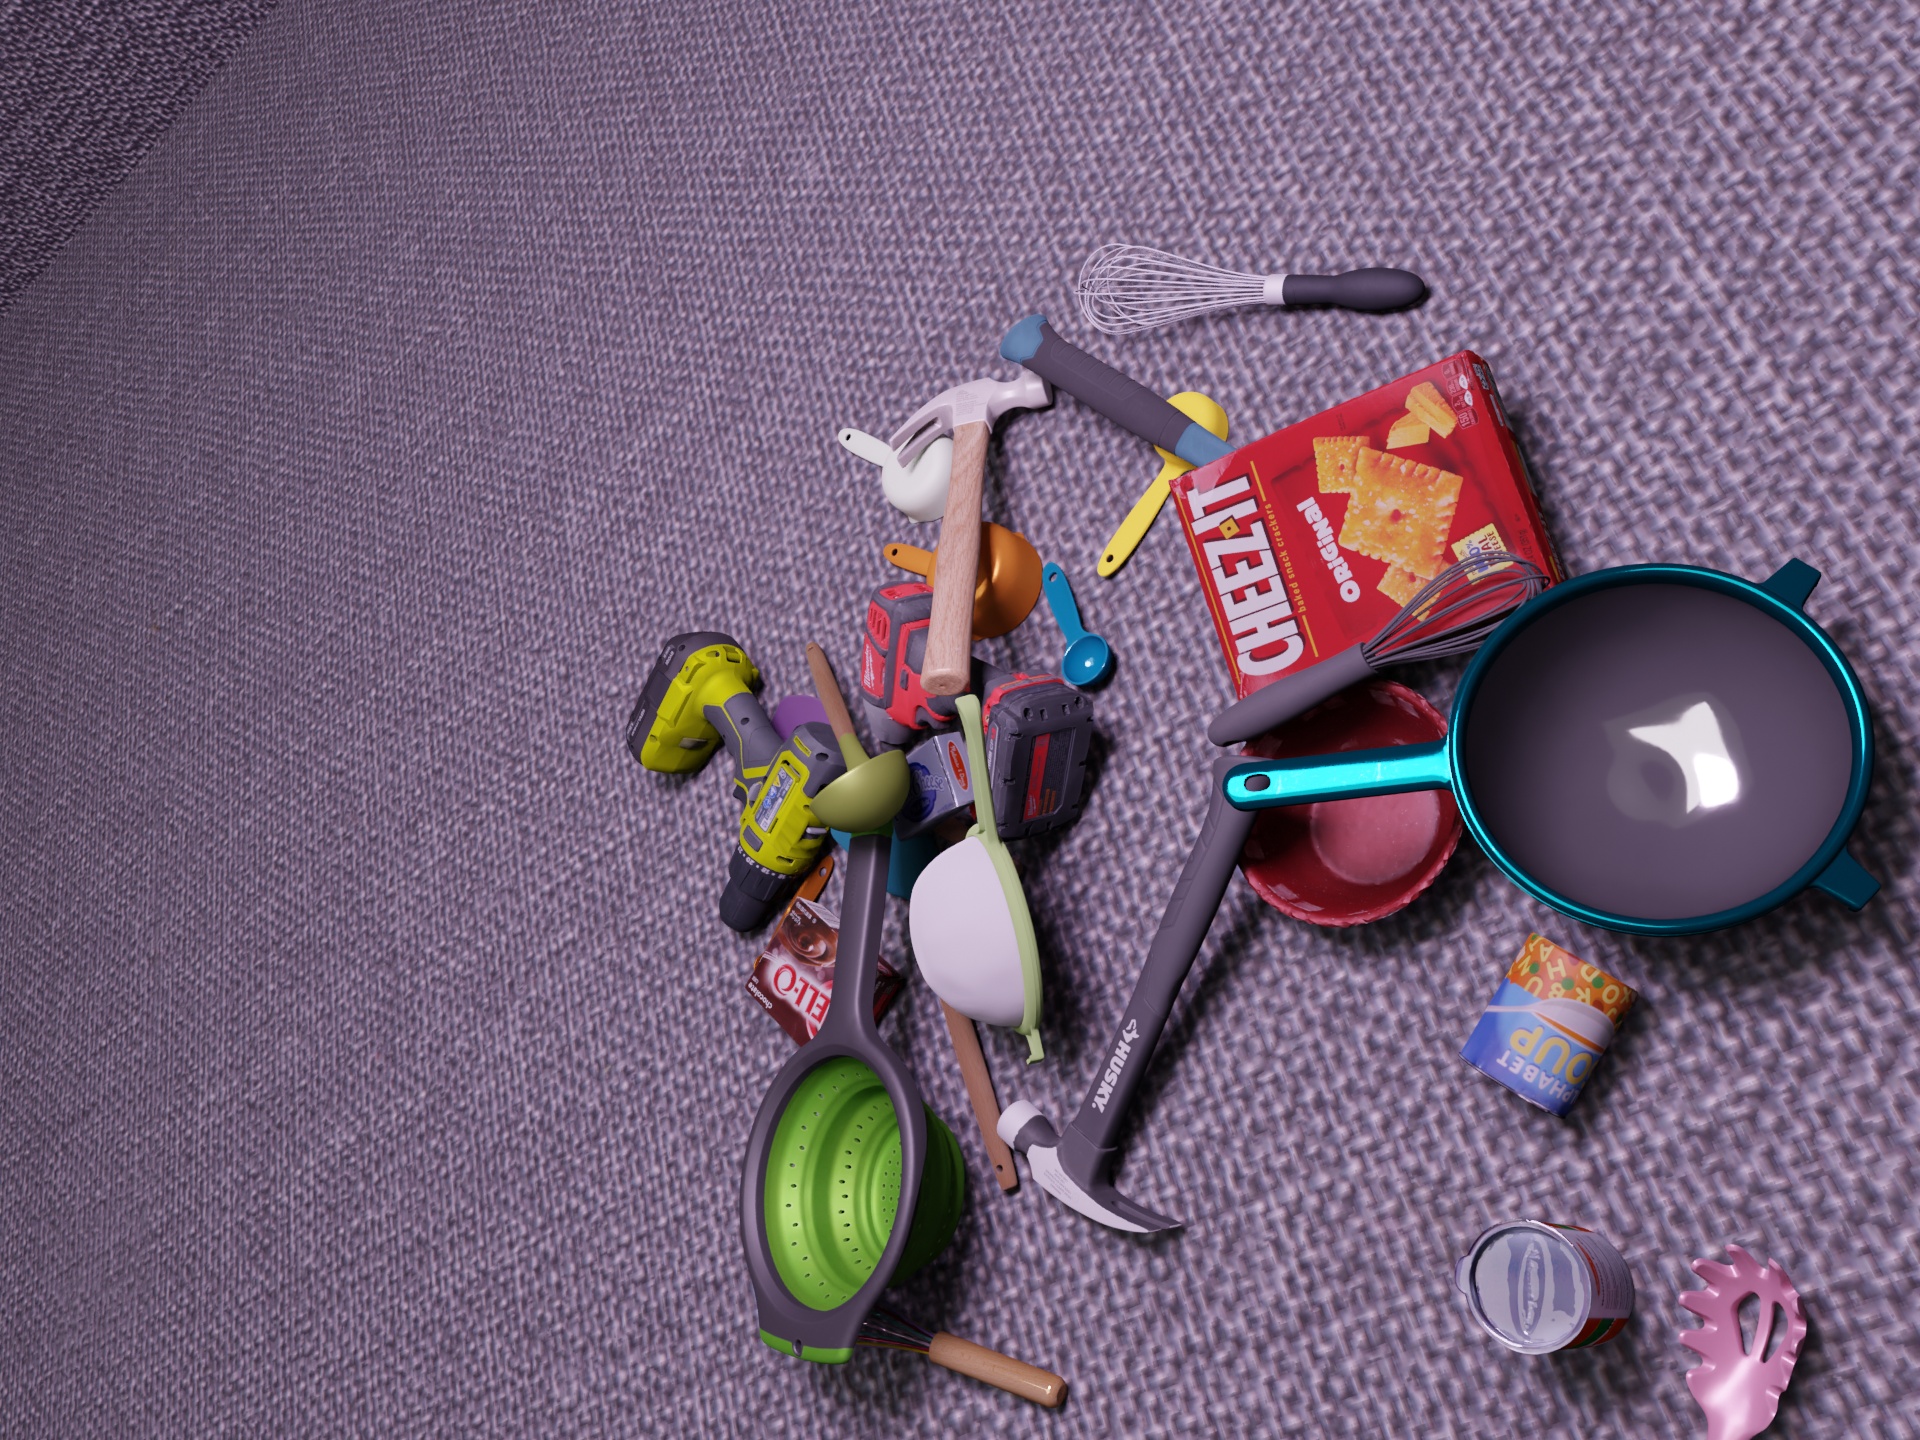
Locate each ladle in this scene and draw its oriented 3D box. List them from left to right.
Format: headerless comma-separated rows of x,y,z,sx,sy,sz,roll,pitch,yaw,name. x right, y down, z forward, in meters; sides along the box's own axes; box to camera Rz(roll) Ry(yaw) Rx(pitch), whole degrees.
-0.098,-0.004,1.241,0.078,0.062,0.320,-33,29,2,ladle

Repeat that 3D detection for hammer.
-0.001,-0.149,1.218,0.130,0.031,0.332,-10,47,18,hammer
0.134,0.174,1.036,0.146,0.035,0.334,34,109,42,hammer
0.156,-0.214,1.167,0.331,0.033,0.128,39,106,29,hammer

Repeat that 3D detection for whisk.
-0.035,0.436,1.114,0.245,0.047,0.051,6,117,34,whisk
0.209,-0.322,1.193,0.285,0.070,0.070,11,81,35,whisk
0.250,-0.037,0.982,0.239,0.055,0.055,-30,58,33,whisk

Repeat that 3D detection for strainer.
-0.003,0.104,1.076,0.069,0.256,0.152,-14,27,-11,strainer
0.327,0.033,0.915,0.340,0.095,0.211,-8,68,21,strainer

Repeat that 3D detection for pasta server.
0.369,0.425,0.806,0.060,0.040,0.316,12,82,52,pasta server

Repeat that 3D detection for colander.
-0.055,0.252,1.152,0.204,0.094,0.397,-13,65,49,colander

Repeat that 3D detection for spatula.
-0.060,0.052,1.288,0.316,0.018,0.060,30,98,41,spatula
-0.017,0.197,1.186,0.082,0.044,0.318,-35,57,25,spatula

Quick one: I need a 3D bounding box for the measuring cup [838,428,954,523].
-0.062,-0.229,1.377,0.168,0.038,0.083,32,95,38,measuring cup

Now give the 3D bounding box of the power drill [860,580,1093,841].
-0.002,-0.004,1.208,0.220,0.078,0.143,37,129,44,power drill

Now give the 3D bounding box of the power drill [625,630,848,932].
-0.192,0.048,1.352,0.229,0.080,0.190,44,114,37,power drill

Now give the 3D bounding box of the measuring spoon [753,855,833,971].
-0.135,0.163,1.315,0.021,0.011,0.117,33,92,41,measuring spoon

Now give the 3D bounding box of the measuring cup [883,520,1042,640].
-0.015,-0.127,1.294,0.174,0.052,0.095,22,88,39,measuring cup

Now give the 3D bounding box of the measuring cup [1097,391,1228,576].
0.144,-0.179,1.203,0.062,0.029,0.156,36,95,40,measuring cup

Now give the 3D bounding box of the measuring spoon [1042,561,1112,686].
0.089,-0.074,1.223,0.042,0.021,0.129,-37,46,22,measuring spoon
